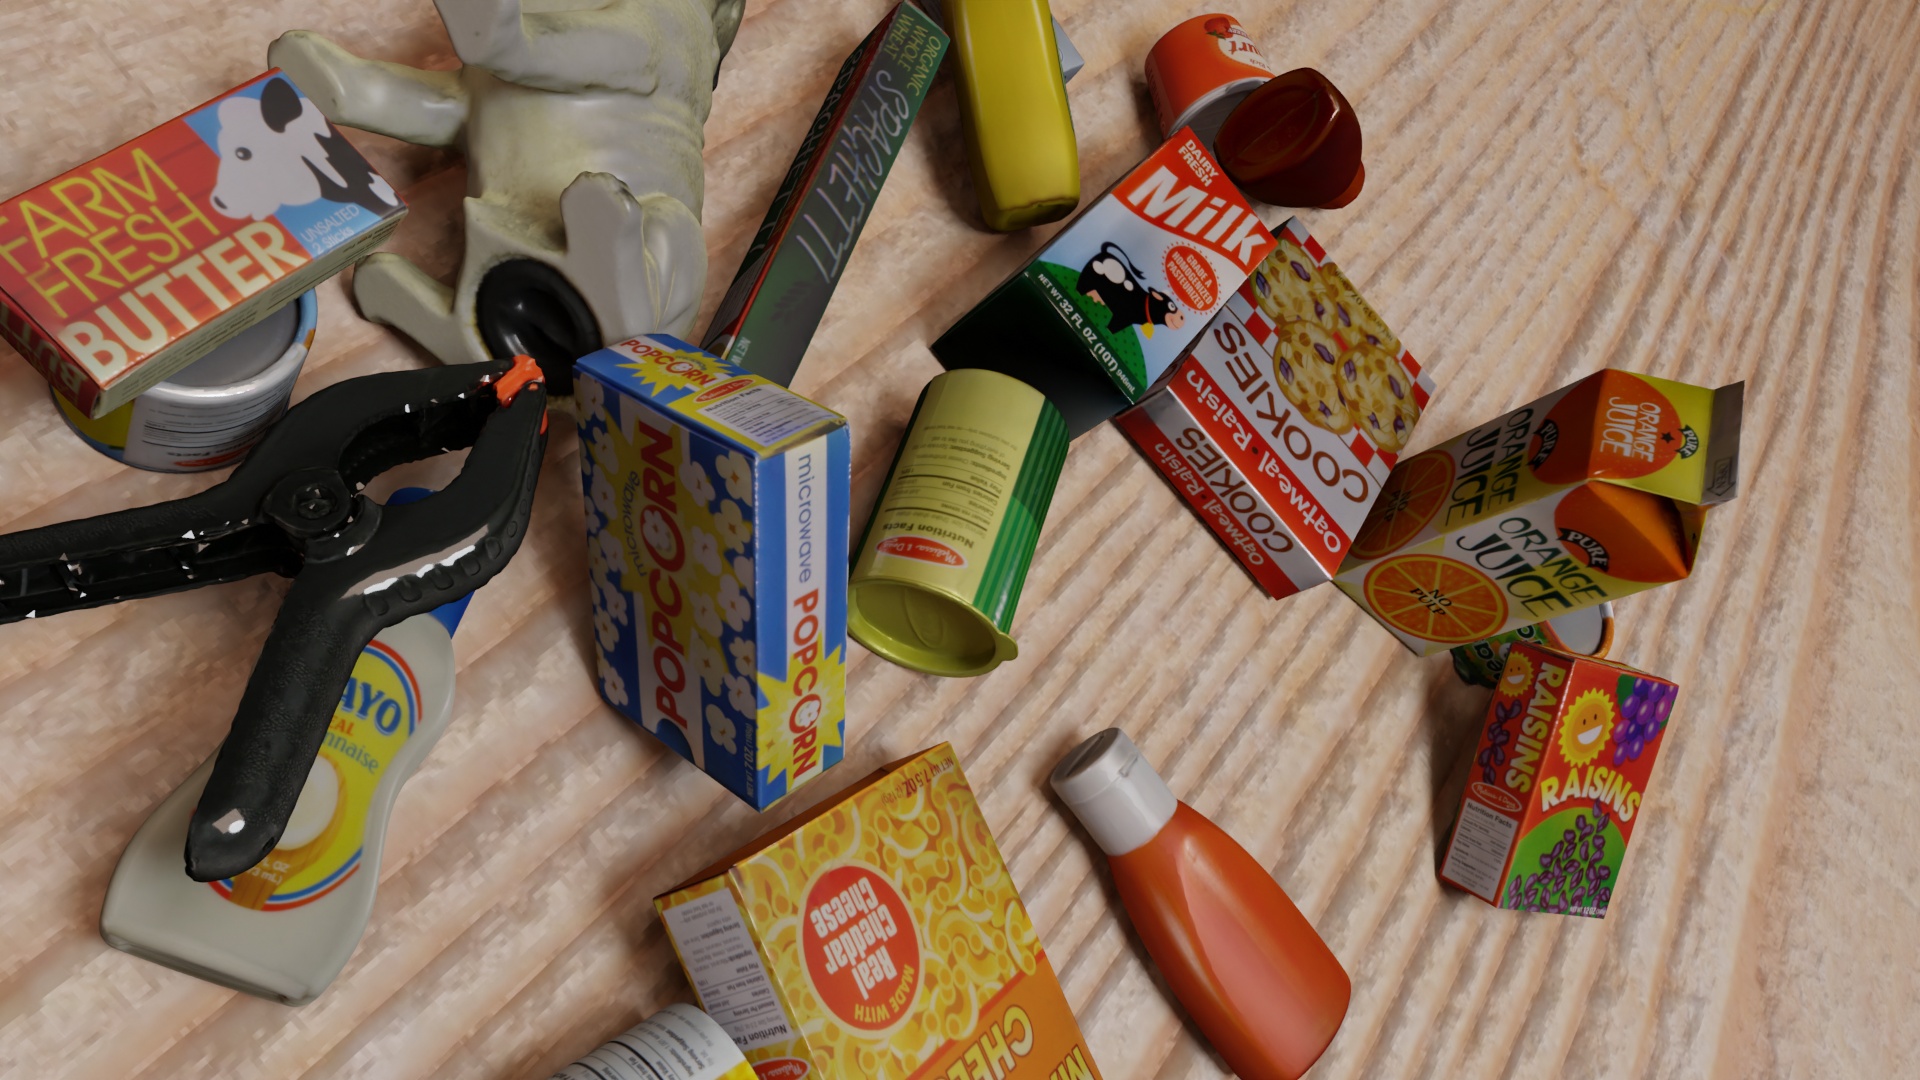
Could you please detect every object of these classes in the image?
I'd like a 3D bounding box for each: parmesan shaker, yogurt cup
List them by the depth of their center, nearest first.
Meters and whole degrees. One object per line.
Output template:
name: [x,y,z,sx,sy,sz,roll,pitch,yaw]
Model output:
parmesan shaker: [0.002,-0.007,0.540,0.071,0.071,0.103,33,55,-20]
yogurt cup: [0.131,-0.236,0.727,0.072,0.072,0.054,-5,67,-36]

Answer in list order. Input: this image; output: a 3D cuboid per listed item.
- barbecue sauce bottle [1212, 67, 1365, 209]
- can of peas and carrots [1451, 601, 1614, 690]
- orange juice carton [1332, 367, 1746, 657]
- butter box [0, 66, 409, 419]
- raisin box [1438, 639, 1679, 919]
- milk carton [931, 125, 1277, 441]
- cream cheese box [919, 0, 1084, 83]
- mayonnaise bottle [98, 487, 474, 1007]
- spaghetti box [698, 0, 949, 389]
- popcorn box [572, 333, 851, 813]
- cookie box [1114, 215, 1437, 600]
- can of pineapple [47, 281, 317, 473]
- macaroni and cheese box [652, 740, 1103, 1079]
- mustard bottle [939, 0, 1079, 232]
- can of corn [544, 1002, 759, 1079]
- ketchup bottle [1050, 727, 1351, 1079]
barbecue sauce bottle: [0.180,-0.200,0.723,0.044,0.064,0.149,58,24,11]
can of peas and carrots: [0.298,0.042,0.732,0.071,0.058,0.071,14,64,-30]
orange juice carton: [0.274,-0.014,0.653,0.073,0.192,0.072,38,55,-16]
butter box: [-0.209,-0.083,0.377,0.053,0.024,0.104,48,53,-9]
raisin box: [0.291,0.116,0.675,0.086,0.040,0.123,13,95,-29]
milk carton: [0.079,-0.124,0.638,0.072,0.073,0.191,49,52,-9]
cream cheese box: [0.011,-0.262,0.678,0.053,0.024,0.103,-38,95,-37]
mayonnaise bottle: [-0.182,0.053,0.405,0.065,0.041,0.149,27,58,-17]
spaghetti box: [-0.062,-0.121,0.554,0.028,0.050,0.251,34,56,-22]
popcorn box: [-0.077,0.009,0.430,0.038,0.085,0.126,-27,132,-42]
cookie box: [0.162,-0.069,0.695,0.123,0.040,0.168,47,51,-10]
can of pineapple: [-0.230,-0.062,0.408,0.071,0.057,0.071,13,64,-30]
macaroni and cheese box: [-0.014,0.165,0.458,0.124,0.040,0.166,-19,84,-56]
mustard bottle: [0.019,-0.223,0.624,0.049,0.065,0.160,-10,92,-2]
can of corn: [-0.092,0.180,0.402,0.058,0.071,0.071,-23,86,-39]
ketchup bottle: [0.095,0.143,0.559,0.148,0.043,0.065,53,51,-5]
